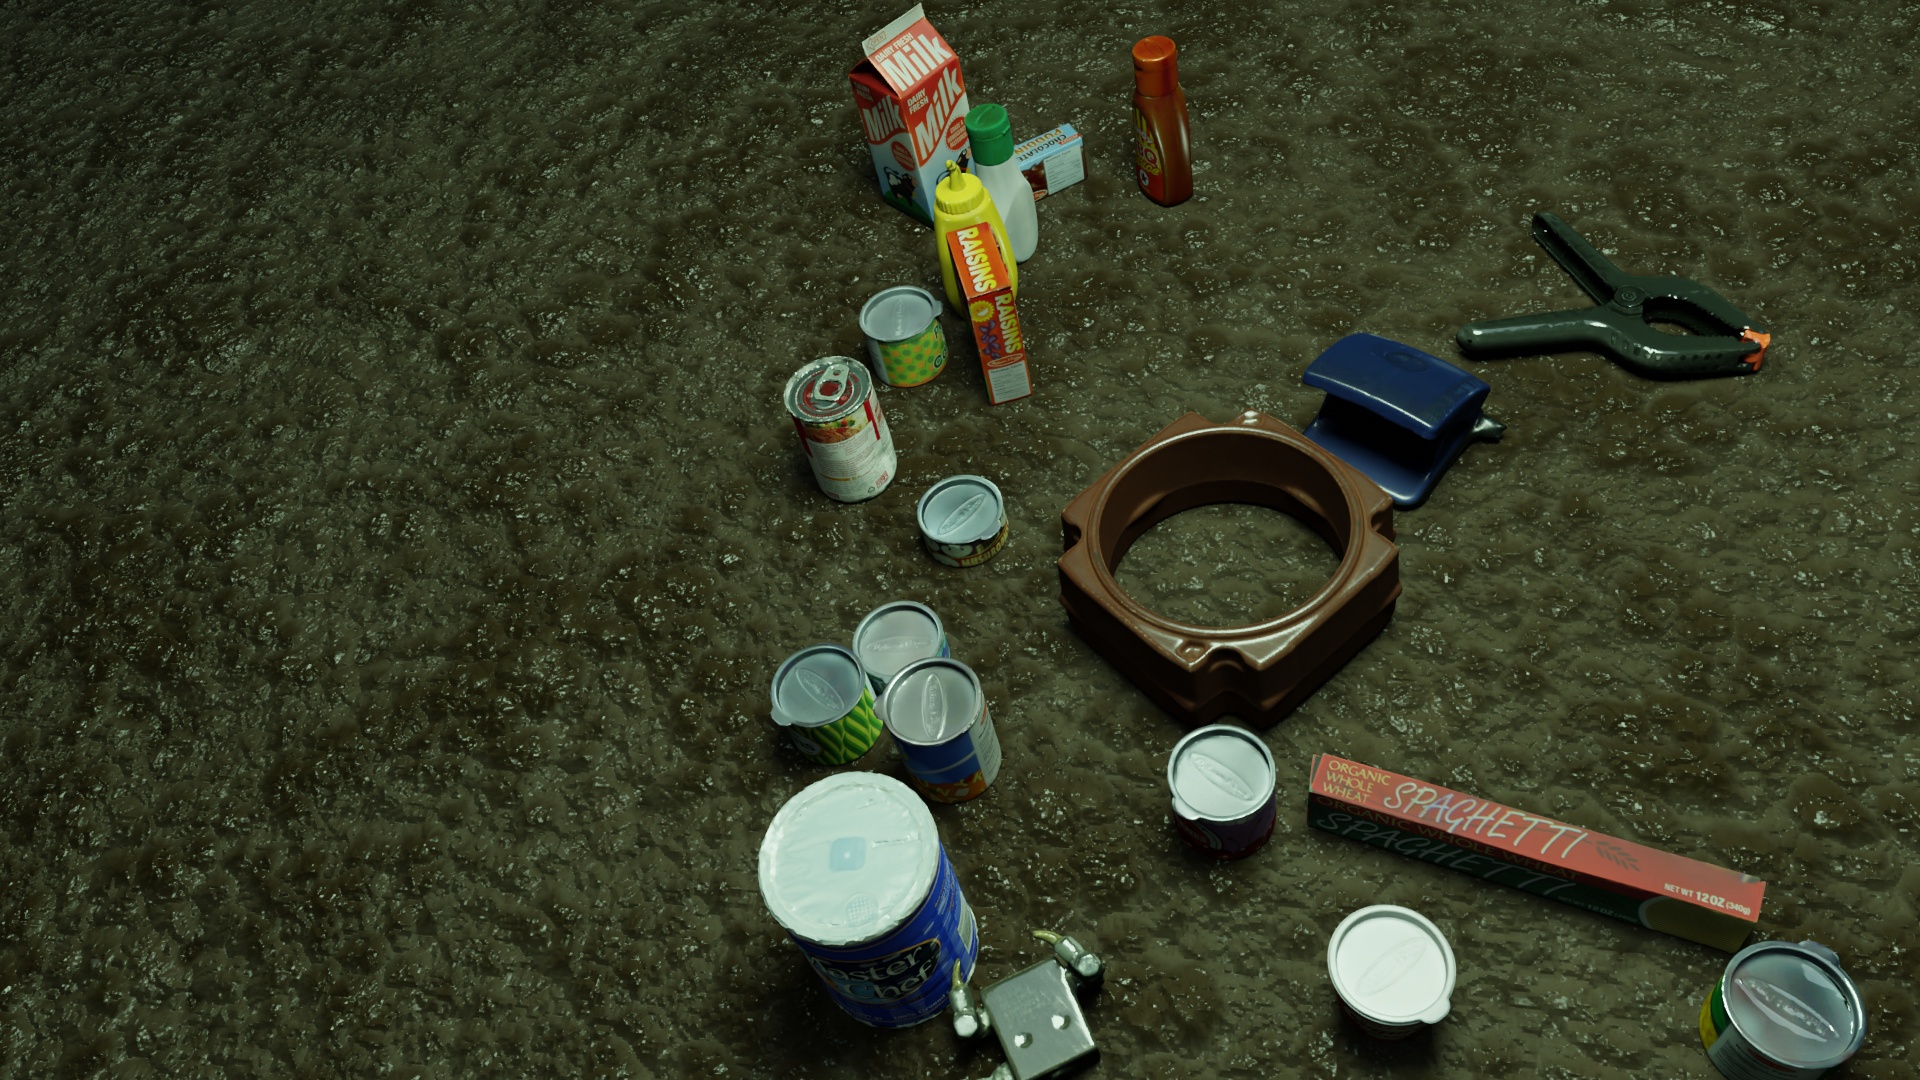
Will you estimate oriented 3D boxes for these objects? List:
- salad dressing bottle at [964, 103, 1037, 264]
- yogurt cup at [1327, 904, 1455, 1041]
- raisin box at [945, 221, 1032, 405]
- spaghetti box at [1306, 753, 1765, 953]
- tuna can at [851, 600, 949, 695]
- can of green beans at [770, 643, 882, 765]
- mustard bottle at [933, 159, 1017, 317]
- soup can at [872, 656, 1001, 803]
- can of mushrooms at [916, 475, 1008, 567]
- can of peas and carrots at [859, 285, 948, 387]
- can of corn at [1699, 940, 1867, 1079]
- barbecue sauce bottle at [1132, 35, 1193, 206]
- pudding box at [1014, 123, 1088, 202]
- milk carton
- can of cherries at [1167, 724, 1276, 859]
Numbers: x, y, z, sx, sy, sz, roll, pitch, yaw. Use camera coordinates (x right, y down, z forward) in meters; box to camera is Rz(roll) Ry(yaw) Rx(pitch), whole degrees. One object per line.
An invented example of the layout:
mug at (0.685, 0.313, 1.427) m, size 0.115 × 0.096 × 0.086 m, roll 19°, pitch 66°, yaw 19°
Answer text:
salad dressing bottle at (0.034, -0.308, 1.207) m, size 0.044 × 0.147 × 0.064 m, roll 20°, pitch 60°, yaw 26°
yogurt cup at (0.242, 0.248, 0.786) m, size 0.072 × 0.053 × 0.073 m, roll -6°, pitch 52°, yaw 8°
raisin box at (0.024, -0.183, 1.127) m, size 0.040 × 0.122 × 0.086 m, roll -15°, pitch 51°, yaw 1°
spaghetti box at (0.329, 0.182, 0.821) m, size 0.250 × 0.050 × 0.029 m, roll 14°, pitch 57°, yaw 22°
tuna can at (-0.042, 0.081, 0.993) m, size 0.071 × 0.032 × 0.071 m, roll -6°, pitch 52°, yaw 8°
can of green beans at (-0.092, 0.114, 0.962) m, size 0.071 × 0.057 × 0.071 m, roll -6°, pitch 52°, yaw 8°
mustard bottle at (0.008, -0.257, 1.165) m, size 0.065 × 0.159 × 0.049 m, roll -8°, pitch 52°, yaw 6°
soup can at (-0.014, 0.126, 0.919) m, size 0.071 × 0.083 × 0.072 m, roll -6°, pitch 52°, yaw 8°
can of mushrooms at (0.004, -0.013, 1.056) m, size 0.071 × 0.033 × 0.071 m, roll -6°, pitch 52°, yaw 8°
can of peas and carrots at (-0.045, -0.173, 1.175) m, size 0.071 × 0.058 × 0.071 m, roll -6°, pitch 52°, yaw 8°
can of corn at (0.435, 0.253, 0.737) m, size 0.071 × 0.058 × 0.071 m, roll -6°, pitch 52°, yaw 8°
barbecue sauce bottle at (0.176, -0.370, 1.224) m, size 0.044 × 0.147 × 0.065 m, roll -26°, pitch 52°, yaw -7°
pudding box at (0.074, -0.347, 1.291) m, size 0.084 × 0.049 × 0.030 m, roll -26°, pitch 52°, yaw -8°
milk carton at (-0.041, -0.384, 1.256) m, size 0.072 × 0.189 × 0.073 m, roll -42°, pitch 56°, yaw -19°
can of cherries at (0.162, 0.160, 0.870) m, size 0.071 × 0.058 × 0.072 m, roll -6°, pitch 52°, yaw 8°
